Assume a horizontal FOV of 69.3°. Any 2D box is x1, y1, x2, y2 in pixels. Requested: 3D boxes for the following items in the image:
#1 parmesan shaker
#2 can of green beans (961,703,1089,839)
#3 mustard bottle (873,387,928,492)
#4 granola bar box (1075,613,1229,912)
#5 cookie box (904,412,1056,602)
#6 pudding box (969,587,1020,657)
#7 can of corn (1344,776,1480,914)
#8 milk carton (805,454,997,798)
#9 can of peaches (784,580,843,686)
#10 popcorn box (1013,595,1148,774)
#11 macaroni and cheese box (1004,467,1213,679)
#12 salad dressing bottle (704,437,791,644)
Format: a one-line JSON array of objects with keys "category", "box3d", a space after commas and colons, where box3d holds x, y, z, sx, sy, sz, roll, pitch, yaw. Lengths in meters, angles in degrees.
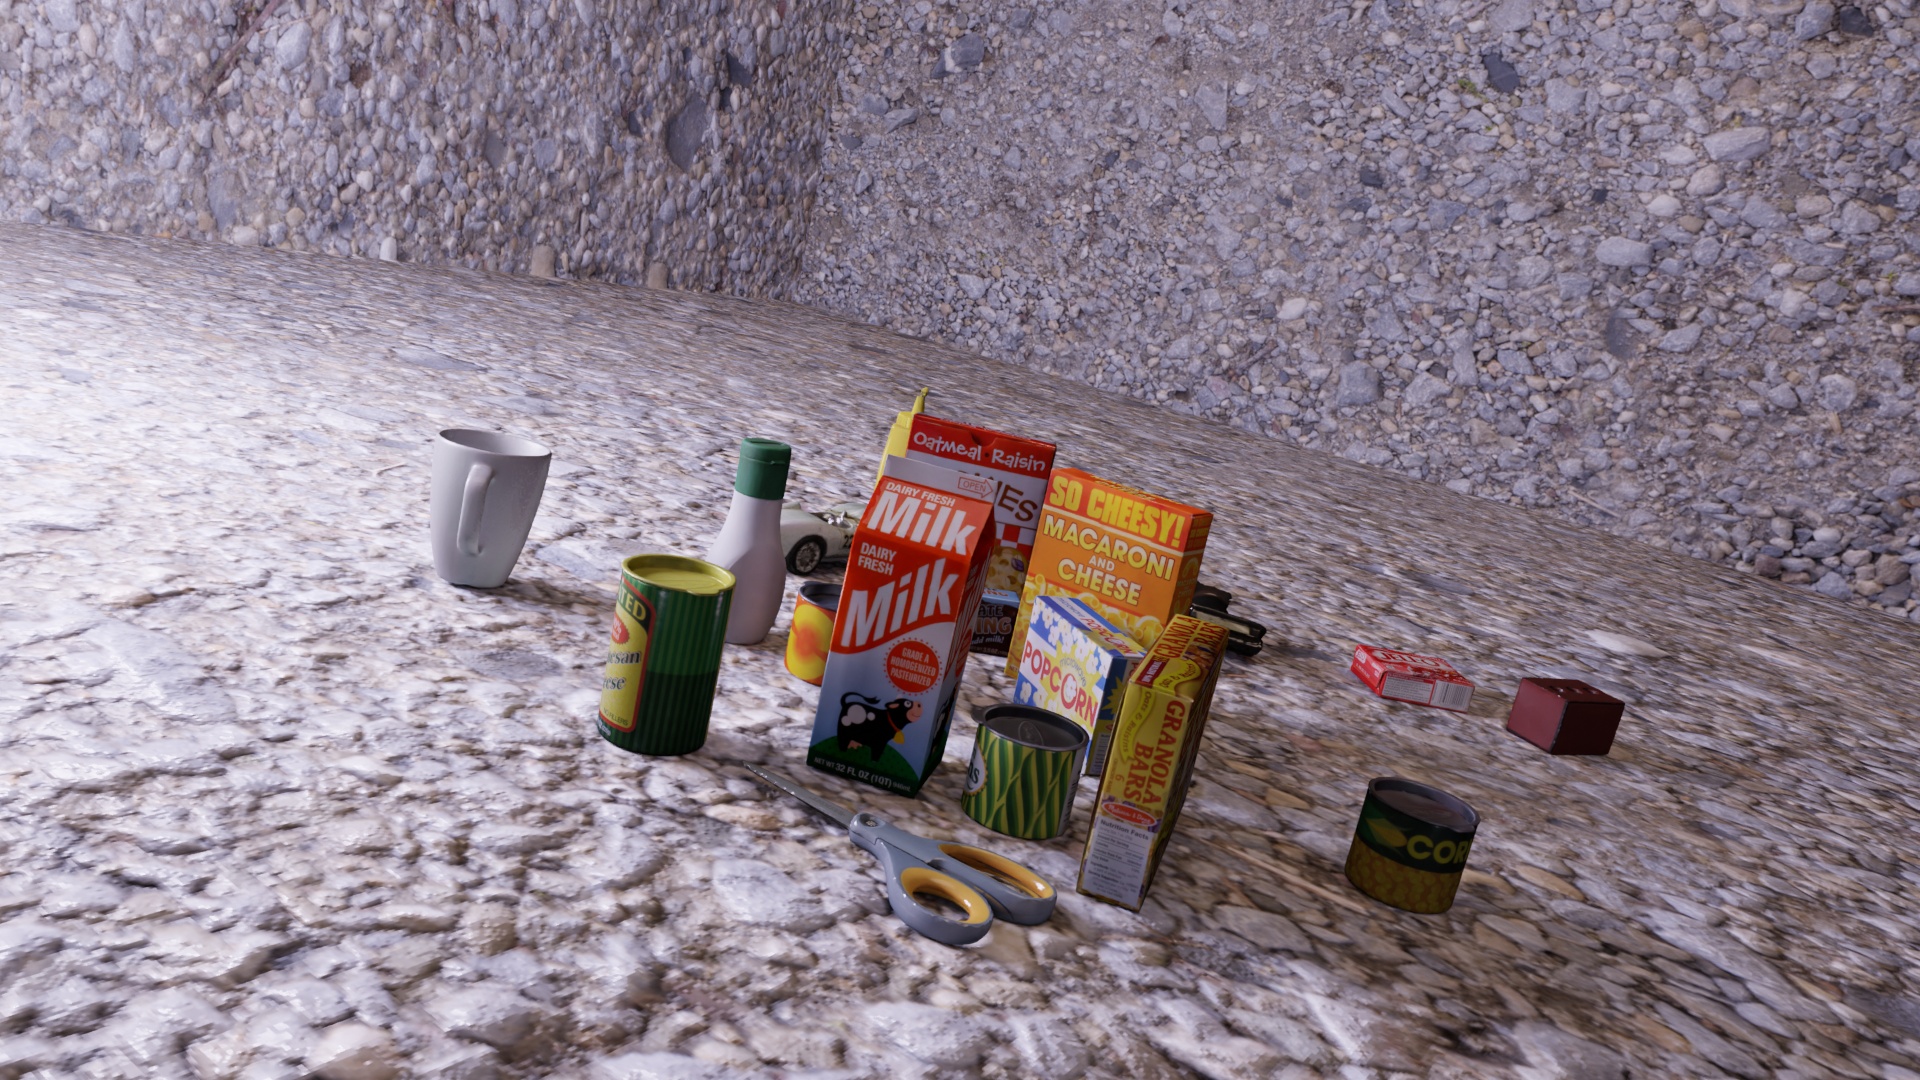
[{"category": "parmesan shaker", "box3d": [-0.172, 0.067, 0.812, 0.071, 0.102, 0.071, 12, 13, -3]}, {"category": "can of green beans", "box3d": [0.037, 0.135, 0.818, 0.071, 0.057, 0.071, 12, 13, -3]}, {"category": "mustard bottle", "box3d": [-0.053, -0.079, 1.410, 0.049, 0.159, 0.065, 17, 13, 20]}, {"category": "granola bar box", "box3d": [0.113, 0.121, 0.802, 0.039, 0.124, 0.166, 16, 13, 14]}, {"category": "cookie box", "box3d": [0.004, -0.015, 1.177, 0.123, 0.167, 0.040, 12, 12, 0]}, {"category": "pudding box", "box3d": [0.003, 0.061, 1.118, 0.084, 0.049, 0.030, 10, 13, -9]}, {"category": "can of corn", "box3d": [0.271, 0.183, 0.832, 0.071, 0.058, 0.071, 12, 13, -3]}, {"category": "milk carton", "box3d": [-0.031, 0.047, 0.833, 0.072, 0.190, 0.073, 15, 13, 10]}, {"category": "can of peaches", "box3d": [-0.090, 0.067, 0.988, 0.071, 0.058, 0.071, 12, 13, -3]}, {"category": "popcorn box", "box3d": [0.084, 0.098, 0.959, 0.038, 0.085, 0.127, 7, 14, -23]}, {"category": "macaroni and cheese box", "box3d": [0.109, 0.041, 1.041, 0.124, 0.166, 0.040, 20, 15, 31]}, {"category": "salad dressing bottle", "box3d": [-0.153, 0.000, 1.013, 0.064, 0.147, 0.044, 1, 17, -41]}]
